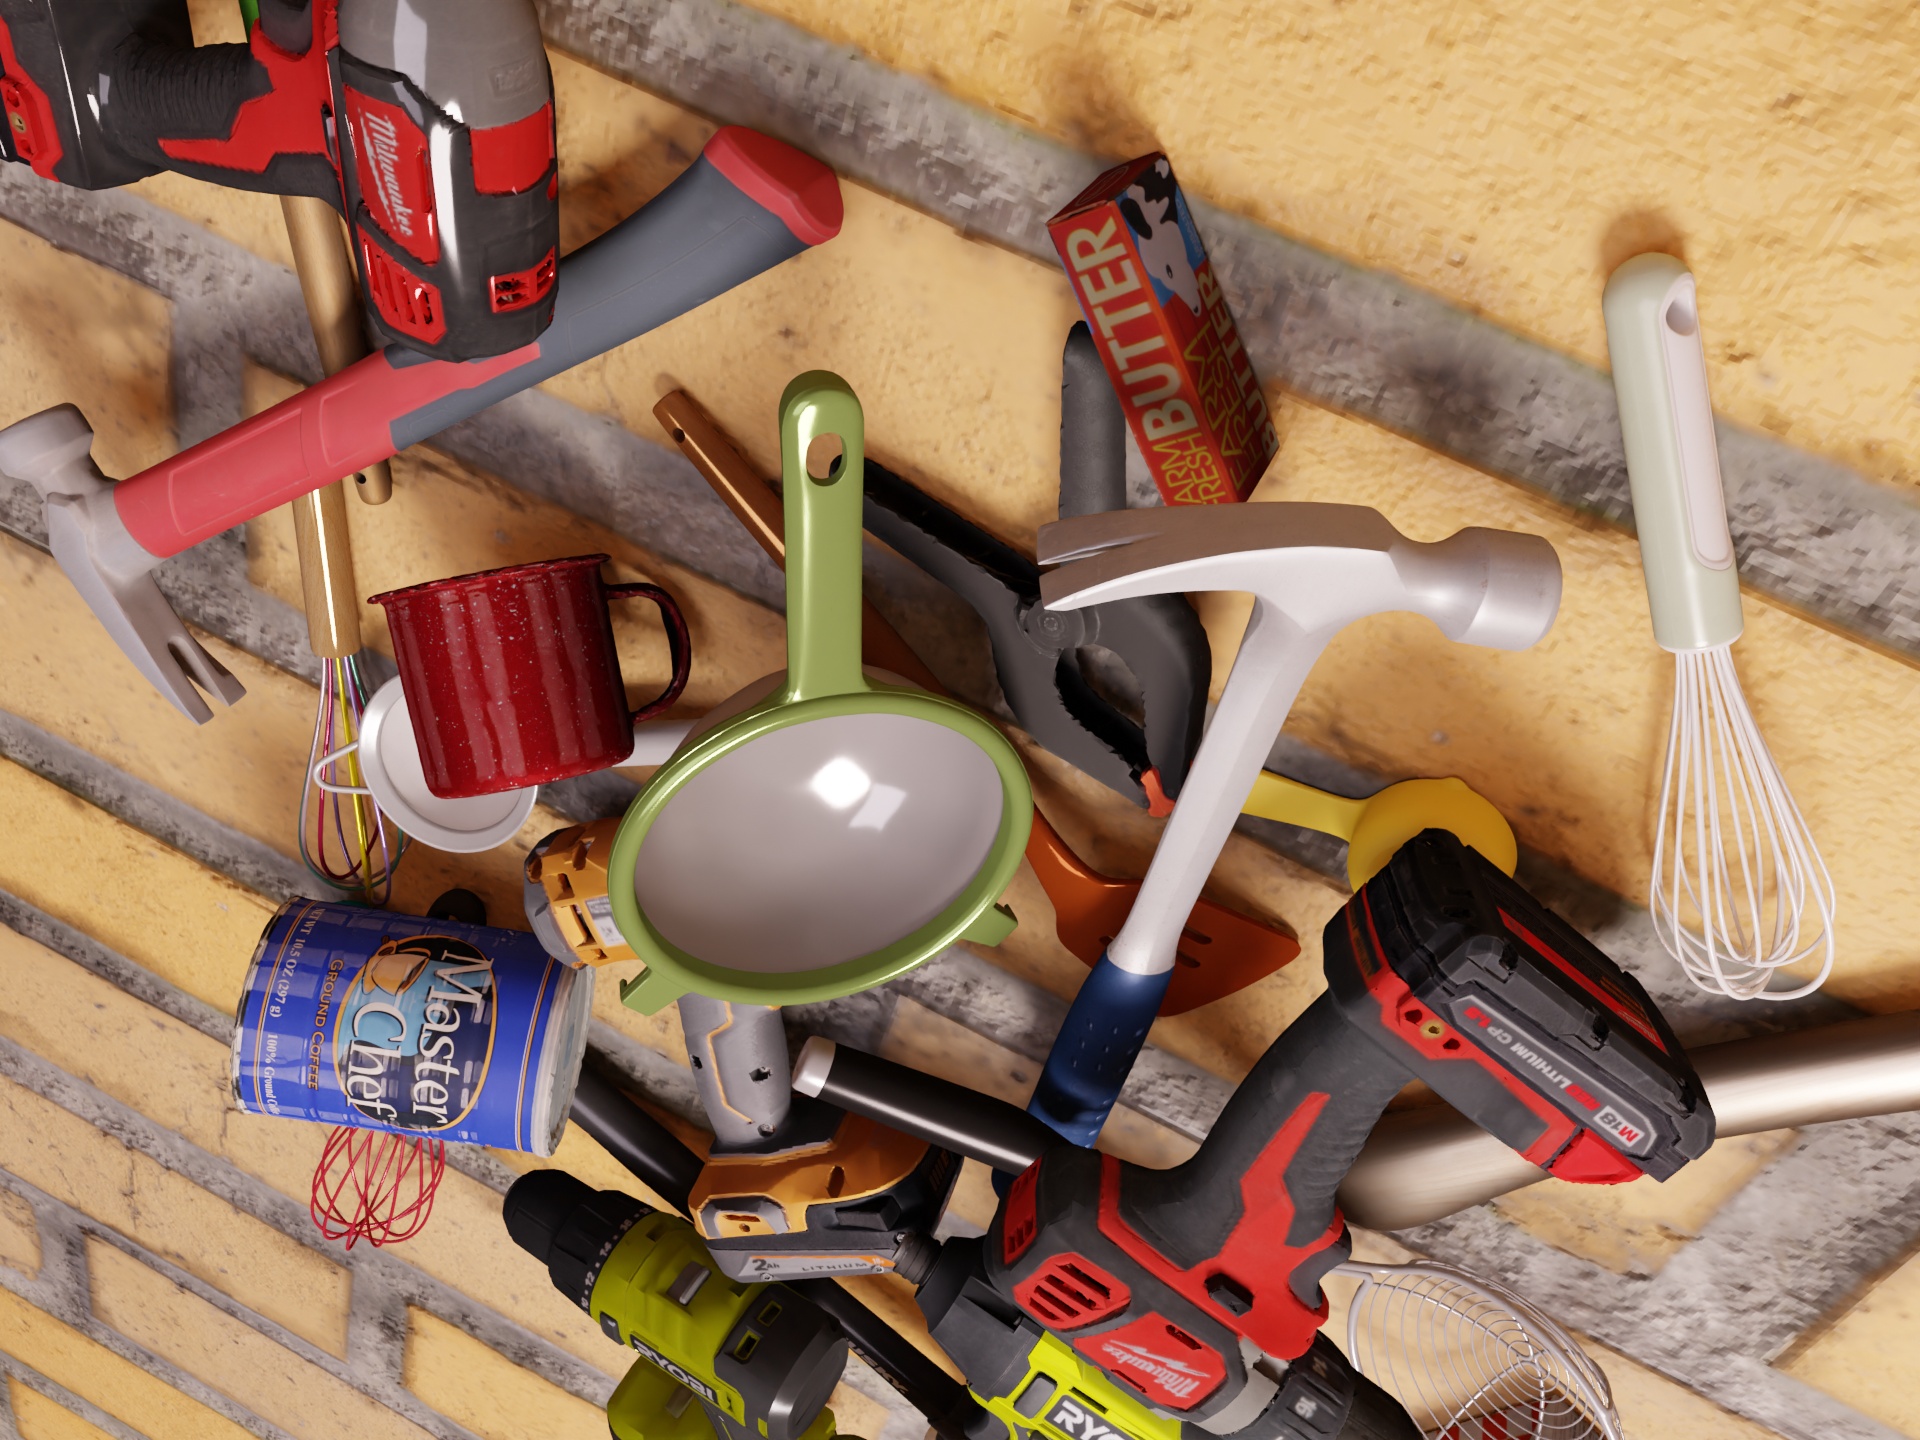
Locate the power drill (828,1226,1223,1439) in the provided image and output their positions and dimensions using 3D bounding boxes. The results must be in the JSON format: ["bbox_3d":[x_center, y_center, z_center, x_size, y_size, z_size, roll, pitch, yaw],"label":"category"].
[{"bbox_3d":[0.011,0.328,0.703,0.171,0.080,0.223,32,119,4],"label":"power drill"}]

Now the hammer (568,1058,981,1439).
[{"bbox_3d":[-0.095,0.275,0.818,0.335,0.035,0.146,41,147,0],"label":"hammer"}]

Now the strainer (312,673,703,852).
[{"bbox_3d":[-0.160,0.012,0.684,0.258,0.050,0.086,-3,108,20],"label":"strainer"}]

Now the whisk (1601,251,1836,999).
[{"bbox_3d":[0.224,-0.019,0.479,0.059,0.058,0.246,14,129,55],"label":"whisk"}]

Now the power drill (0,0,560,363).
[{"bbox_3d":[-0.221,-0.212,0.492,0.220,0.078,0.143,25,134,17],"label":"power drill"}]

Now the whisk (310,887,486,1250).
[{"bbox_3d":[-0.302,0.198,0.867,0.073,0.073,0.295,30,123,4],"label":"whisk"}]

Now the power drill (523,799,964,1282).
[{"bbox_3d":[-0.070,0.133,0.699,0.185,0.084,0.226,-13,111,23],"label":"power drill"}]

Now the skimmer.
[{"bbox_3d":[0.095,0.227,0.629,0.363,0.090,0.127,24,141,-9],"label":"skimmer"}]

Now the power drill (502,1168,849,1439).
[{"bbox_3d":[-0.145,0.334,0.837,0.191,0.080,0.228,23,140,23],"label":"power drill"}]

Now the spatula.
[{"bbox_3d":[-0.001,-0.002,0.612,0.322,0.041,0.081,49,129,-6],"label":"spatula"}]

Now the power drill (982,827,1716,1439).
[{"bbox_3d":[0.142,0.169,0.546,0.188,0.080,0.226,38,111,-9],"label":"power drill"}]

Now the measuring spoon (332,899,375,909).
[{"bbox_3d":[-0.318,0.138,0.862,0.042,0.021,0.128,20,137,12],"label":"measuring spoon"}]

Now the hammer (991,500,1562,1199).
[{"bbox_3d":[0.063,0.079,0.582,0.144,0.035,0.405,7,137,-7],"label":"hammer"}]

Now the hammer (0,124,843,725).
[{"bbox_3d":[-0.204,-0.108,0.600,0.386,0.038,0.143,-16,113,27],"label":"hammer"}]

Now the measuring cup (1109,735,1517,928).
[{"bbox_3d":[0.120,0.038,0.575,0.156,0.029,0.062,17,127,15],"label":"measuring cup"}]

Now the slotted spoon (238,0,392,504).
[{"bbox_3d":[-0.246,-0.220,0.577,0.070,0.031,0.313,13,128,18],"label":"slotted spoon"}]

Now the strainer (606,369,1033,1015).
[{"bbox_3d":[-0.052,-0.011,0.538,0.151,0.069,0.256,-9,131,-15],"label":"strainer"}]

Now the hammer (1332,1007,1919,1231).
[{"bbox_3d":[0.297,0.111,0.537,0.410,0.038,0.146,-23,108,35],"label":"hammer"}]

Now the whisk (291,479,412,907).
[{"bbox_3d":[-0.284,-0.016,0.725,0.051,0.047,0.244,9,121,5],"label":"whisk"}]
